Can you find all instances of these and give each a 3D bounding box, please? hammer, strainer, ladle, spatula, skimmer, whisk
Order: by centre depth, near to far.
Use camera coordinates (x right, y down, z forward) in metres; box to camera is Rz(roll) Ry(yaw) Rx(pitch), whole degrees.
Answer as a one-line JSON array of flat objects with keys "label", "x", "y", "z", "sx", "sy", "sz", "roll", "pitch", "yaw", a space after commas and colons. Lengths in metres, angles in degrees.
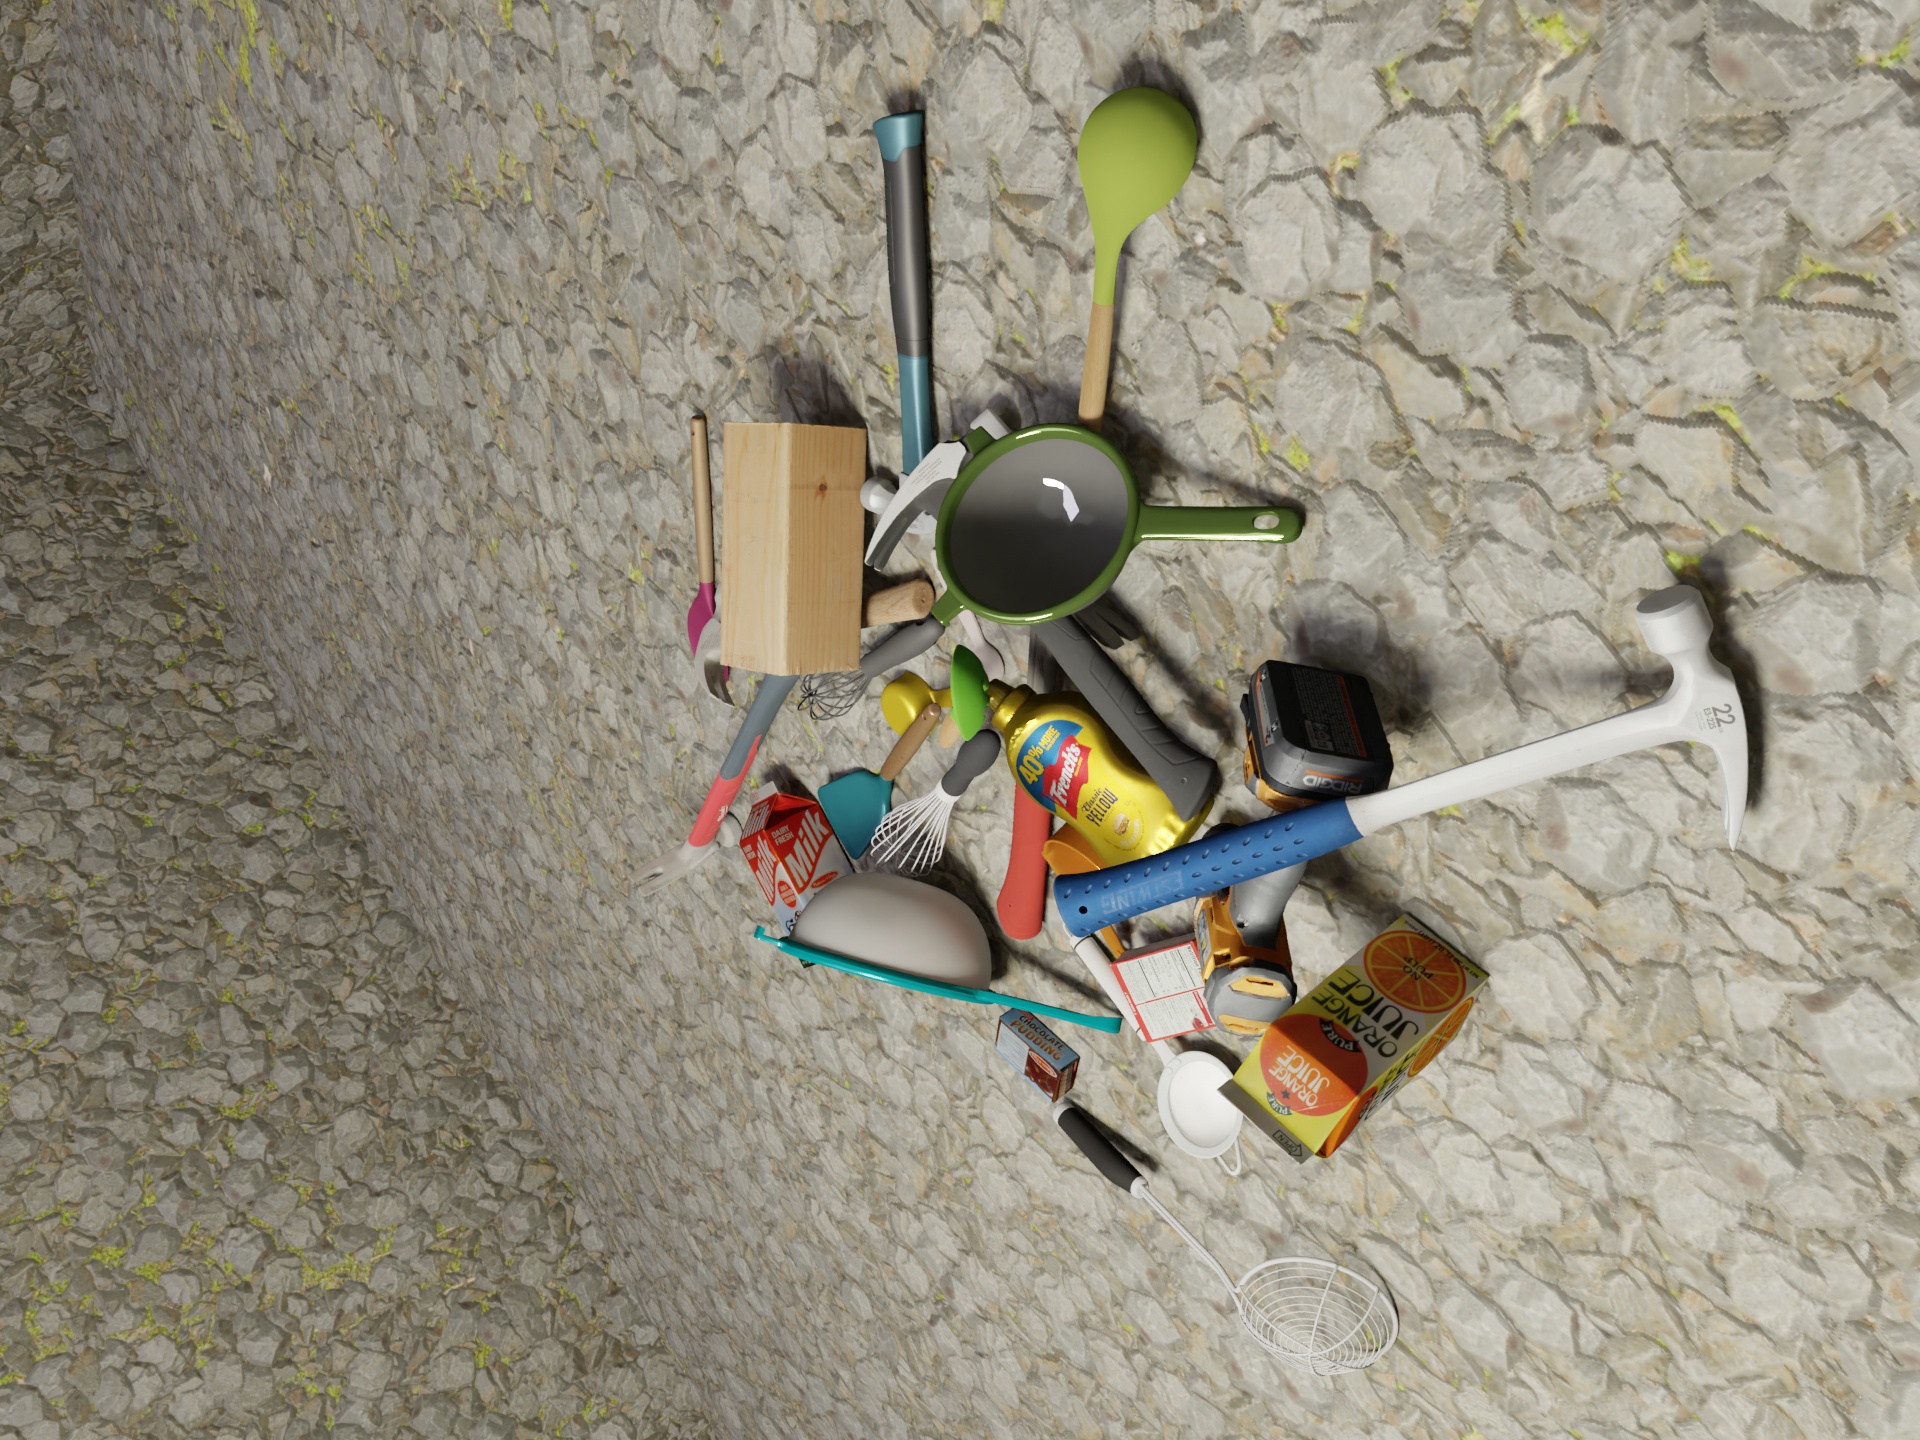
[{"label": "hammer", "x": 0.241, "y": 0.058, "z": 0.921, "sx": 0.405, "sy": 0.035, "sz": 0.144, "roll": -21, "pitch": 106, "yaw": 26}, {"label": "ladle", "x": 0.102, "y": -0.263, "z": 1.064, "sx": 0.078, "sy": 0.062, "sz": 0.319, "roll": 37, "pitch": 146, "yaw": 28}, {"label": "strainer", "x": 0.110, "y": -0.124, "z": 1.089, "sx": 0.256, "sy": 0.151, "sz": 0.069, "roll": 3, "pitch": 163, "yaw": 24}, {"label": "hammer", "x": 0.067, "y": -0.062, "z": 1.160, "sx": 0.335, "sy": 0.146, "sz": 0.035, "roll": 52, "pitch": -170, "yaw": 16}, {"label": "hammer", "x": -0.039, "y": -0.296, "z": 1.222, "sx": 0.128, "sy": 0.033, "sz": 0.330, "roll": 29, "pitch": 134, "yaw": 40}, {"label": "hammer", "x": 0.069, "y": 0.045, "z": 1.313, "sx": 0.149, "sy": 0.036, "sz": 0.358, "roll": 33, "pitch": 136, "yaw": 36}, {"label": "strainer", "x": 0.165, "y": 0.265, "z": 1.334, "sx": 0.259, "sy": 0.050, "sz": 0.087, "roll": 53, "pitch": 123, "yaw": 25}, {"label": "skimmer", "x": 0.217, "y": 0.432, "z": 1.388, "sx": 0.364, "sy": 0.090, "sz": 0.127, "roll": 36, "pitch": 142, "yaw": 49}, {"label": "whisk", "x": -0.018, "y": 0.071, "z": 1.399, "sx": 0.070, "sy": 0.070, "sz": 0.284, "roll": 55, "pitch": 150, "yaw": 11}, {"label": "whisk", "x": -0.083, "y": -0.049, "z": 1.441, "sx": 0.239, "sy": 0.055, "sz": 0.055, "roll": -27, "pitch": 91, "yaw": 53}, {"label": "strainer", "x": -0.003, "y": 0.204, "z": 1.453, "sx": 0.340, "sy": 0.210, "sz": 0.095, "roll": 10, "pitch": 82, "yaw": 28}, {"label": "spatula", "x": -0.070, "y": 0.047, "z": 1.464, "sx": 0.082, "sy": 0.044, "sz": 0.317, "roll": 61, "pitch": 157, "yaw": 10}, {"label": "hammer", "x": -0.143, "y": -0.086, "z": 1.465, "sx": 0.331, "sy": 0.031, "sz": 0.130, "roll": -7, "pitch": 62, "yaw": 48}, {"label": "hammer", "x": -0.245, "y": 0.053, "z": 1.658, "sx": 0.038, "sy": 0.143, "sz": 0.386, "roll": 48, "pitch": 140, "yaw": 13}]

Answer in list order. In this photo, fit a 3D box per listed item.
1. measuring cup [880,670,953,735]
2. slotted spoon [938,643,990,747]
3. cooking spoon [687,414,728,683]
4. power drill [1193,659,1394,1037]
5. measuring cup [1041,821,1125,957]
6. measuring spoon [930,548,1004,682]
[{"label": "measuring cup", "x": -0.021, "y": -0.014, "z": 1.394, "sx": 0.156, "sy": 0.029, "sz": 0.062, "roll": -6, "pitch": 108, "yaw": 57}, {"label": "slotted spoon", "x": -0.002, "y": -0.004, "z": 1.270, "sx": 0.313, "sy": 0.031, "sz": 0.070, "roll": 116, "pitch": 153, "yaw": -81}, {"label": "cooking spoon", "x": -0.259, "y": -0.165, "z": 1.619, "sx": 0.069, "sy": 0.017, "sz": 0.318, "roll": 35, "pitch": 138, "yaw": 34}, {"label": "power drill", "x": 0.208, "y": 0.071, "z": 1.067, "sx": 0.084, "sy": 0.185, "sz": 0.226, "roll": 10, "pitch": 123, "yaw": -4}, {"label": "measuring cup", "x": 0.127, "y": 0.136, "z": 1.295, "sx": 0.095, "sy": 0.052, "sz": 0.173, "roll": 30, "pitch": 157, "yaw": 38}, {"label": "measuring spoon", "x": 0.000, "y": -0.085, "z": 1.329, "sx": 0.034, "sy": 0.018, "sz": 0.124, "roll": -25, "pitch": 91, "yaw": 56}]
